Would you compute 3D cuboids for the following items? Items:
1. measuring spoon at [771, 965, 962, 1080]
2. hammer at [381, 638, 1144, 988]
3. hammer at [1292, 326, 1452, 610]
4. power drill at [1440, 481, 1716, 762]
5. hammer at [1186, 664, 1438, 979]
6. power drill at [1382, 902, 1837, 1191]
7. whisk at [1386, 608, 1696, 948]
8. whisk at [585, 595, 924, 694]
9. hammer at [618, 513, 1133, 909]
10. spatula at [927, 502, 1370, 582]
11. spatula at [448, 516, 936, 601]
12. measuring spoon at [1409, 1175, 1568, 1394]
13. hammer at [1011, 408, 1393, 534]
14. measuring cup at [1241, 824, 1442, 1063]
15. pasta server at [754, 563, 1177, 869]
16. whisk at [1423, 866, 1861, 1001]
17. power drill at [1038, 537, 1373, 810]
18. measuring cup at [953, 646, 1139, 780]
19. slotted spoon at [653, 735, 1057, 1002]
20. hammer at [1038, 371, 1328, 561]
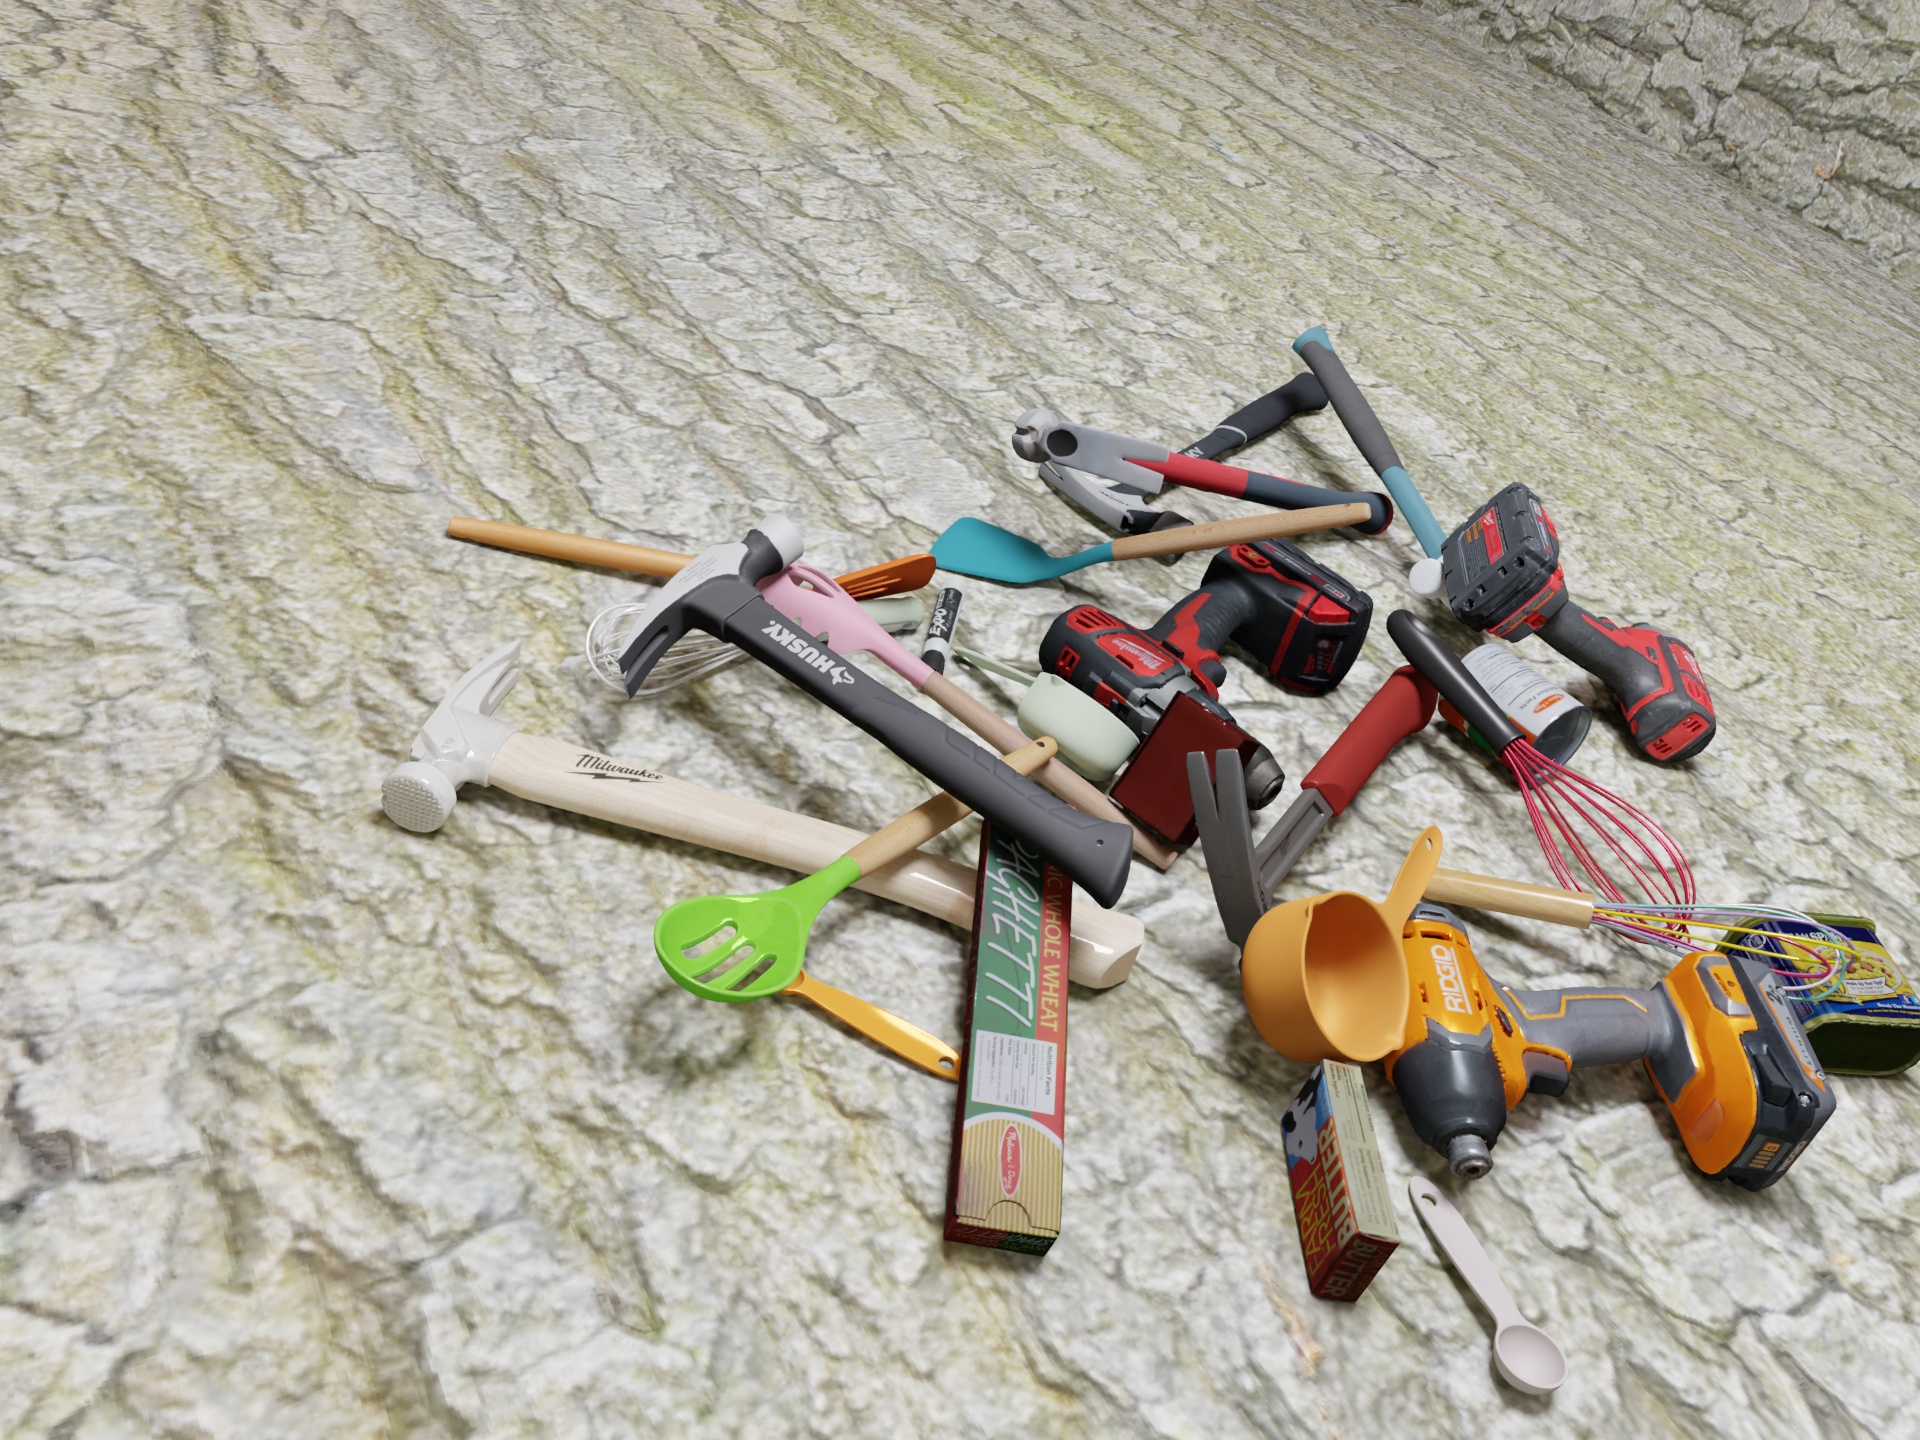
[{"bbox_3d":[-0.046,0.156,0.809,0.117,0.011,0.021,27,37,7],"label":"measuring spoon"},{"bbox_3d":[-0.097,0.060,0.889,0.410,0.038,0.146,17,36,0],"label":"hammer"},{"bbox_3d":[0.358,-0.216,1.339,0.128,0.033,0.331,15,43,-41],"label":"hammer"},{"bbox_3d":[0.470,-0.073,1.197,0.219,0.078,0.143,35,35,-14],"label":"power drill"},{"bbox_3d":[0.235,0.027,0.999,0.037,0.149,0.359,-6,17,33],"label":"hammer"},{"bbox_3d":[0.337,0.186,0.858,0.226,0.084,0.164,9,38,-3],"label":"power drill"},{"bbox_3d":[0.377,0.031,1.051,0.073,0.073,0.296,-12,54,-33],"label":"whisk"},{"bbox_3d":[-0.126,-0.057,1.025,0.246,0.058,0.059,-10,79,-35],"label":"whisk"},{"bbox_3d":[-0.043,0.002,0.875,0.335,0.035,0.146,34,58,27],"label":"hammer"},{"bbox_3d":[0.131,-0.134,1.136,0.317,0.044,0.082,-6,28,27],"label":"spatula"},{"bbox_3d":[-0.178,-0.110,1.066,0.322,0.081,0.041,10,79,-3],"label":"spatula"},{"bbox_3d":[0.249,0.273,0.770,0.034,0.018,0.124,1,33,-19],"label":"measuring spoon"},{"bbox_3d":[0.224,-0.179,1.222,0.386,0.038,0.143,3,16,-41],"label":"hammer"},{"bbox_3d":[0.211,0.113,0.861,0.095,0.052,0.174,56,48,-12],"label":"measuring cup"},{"bbox_3d":[-0.002,-0.003,0.980,0.316,0.040,0.060,37,36,6],"label":"pasta server"},{"bbox_3d":[0.402,0.122,0.954,0.245,0.051,0.047,9,12,22],"label":"whisk"},{"bbox_3d":[0.188,-0.034,1.086,0.226,0.080,0.188,-26,54,-38],"label":"power drill"},{"bbox_3d":[0.042,-0.008,1.023,0.168,0.038,0.083,27,-10,44],"label":"measuring cup"},{"bbox_3d":[-0.040,0.070,0.845,0.070,0.031,0.314,36,40,22],"label":"slotted spoon"},{"bbox_3d":[0.223,-0.247,1.402,0.149,0.036,0.409,32,39,21],"label":"hammer"}]
